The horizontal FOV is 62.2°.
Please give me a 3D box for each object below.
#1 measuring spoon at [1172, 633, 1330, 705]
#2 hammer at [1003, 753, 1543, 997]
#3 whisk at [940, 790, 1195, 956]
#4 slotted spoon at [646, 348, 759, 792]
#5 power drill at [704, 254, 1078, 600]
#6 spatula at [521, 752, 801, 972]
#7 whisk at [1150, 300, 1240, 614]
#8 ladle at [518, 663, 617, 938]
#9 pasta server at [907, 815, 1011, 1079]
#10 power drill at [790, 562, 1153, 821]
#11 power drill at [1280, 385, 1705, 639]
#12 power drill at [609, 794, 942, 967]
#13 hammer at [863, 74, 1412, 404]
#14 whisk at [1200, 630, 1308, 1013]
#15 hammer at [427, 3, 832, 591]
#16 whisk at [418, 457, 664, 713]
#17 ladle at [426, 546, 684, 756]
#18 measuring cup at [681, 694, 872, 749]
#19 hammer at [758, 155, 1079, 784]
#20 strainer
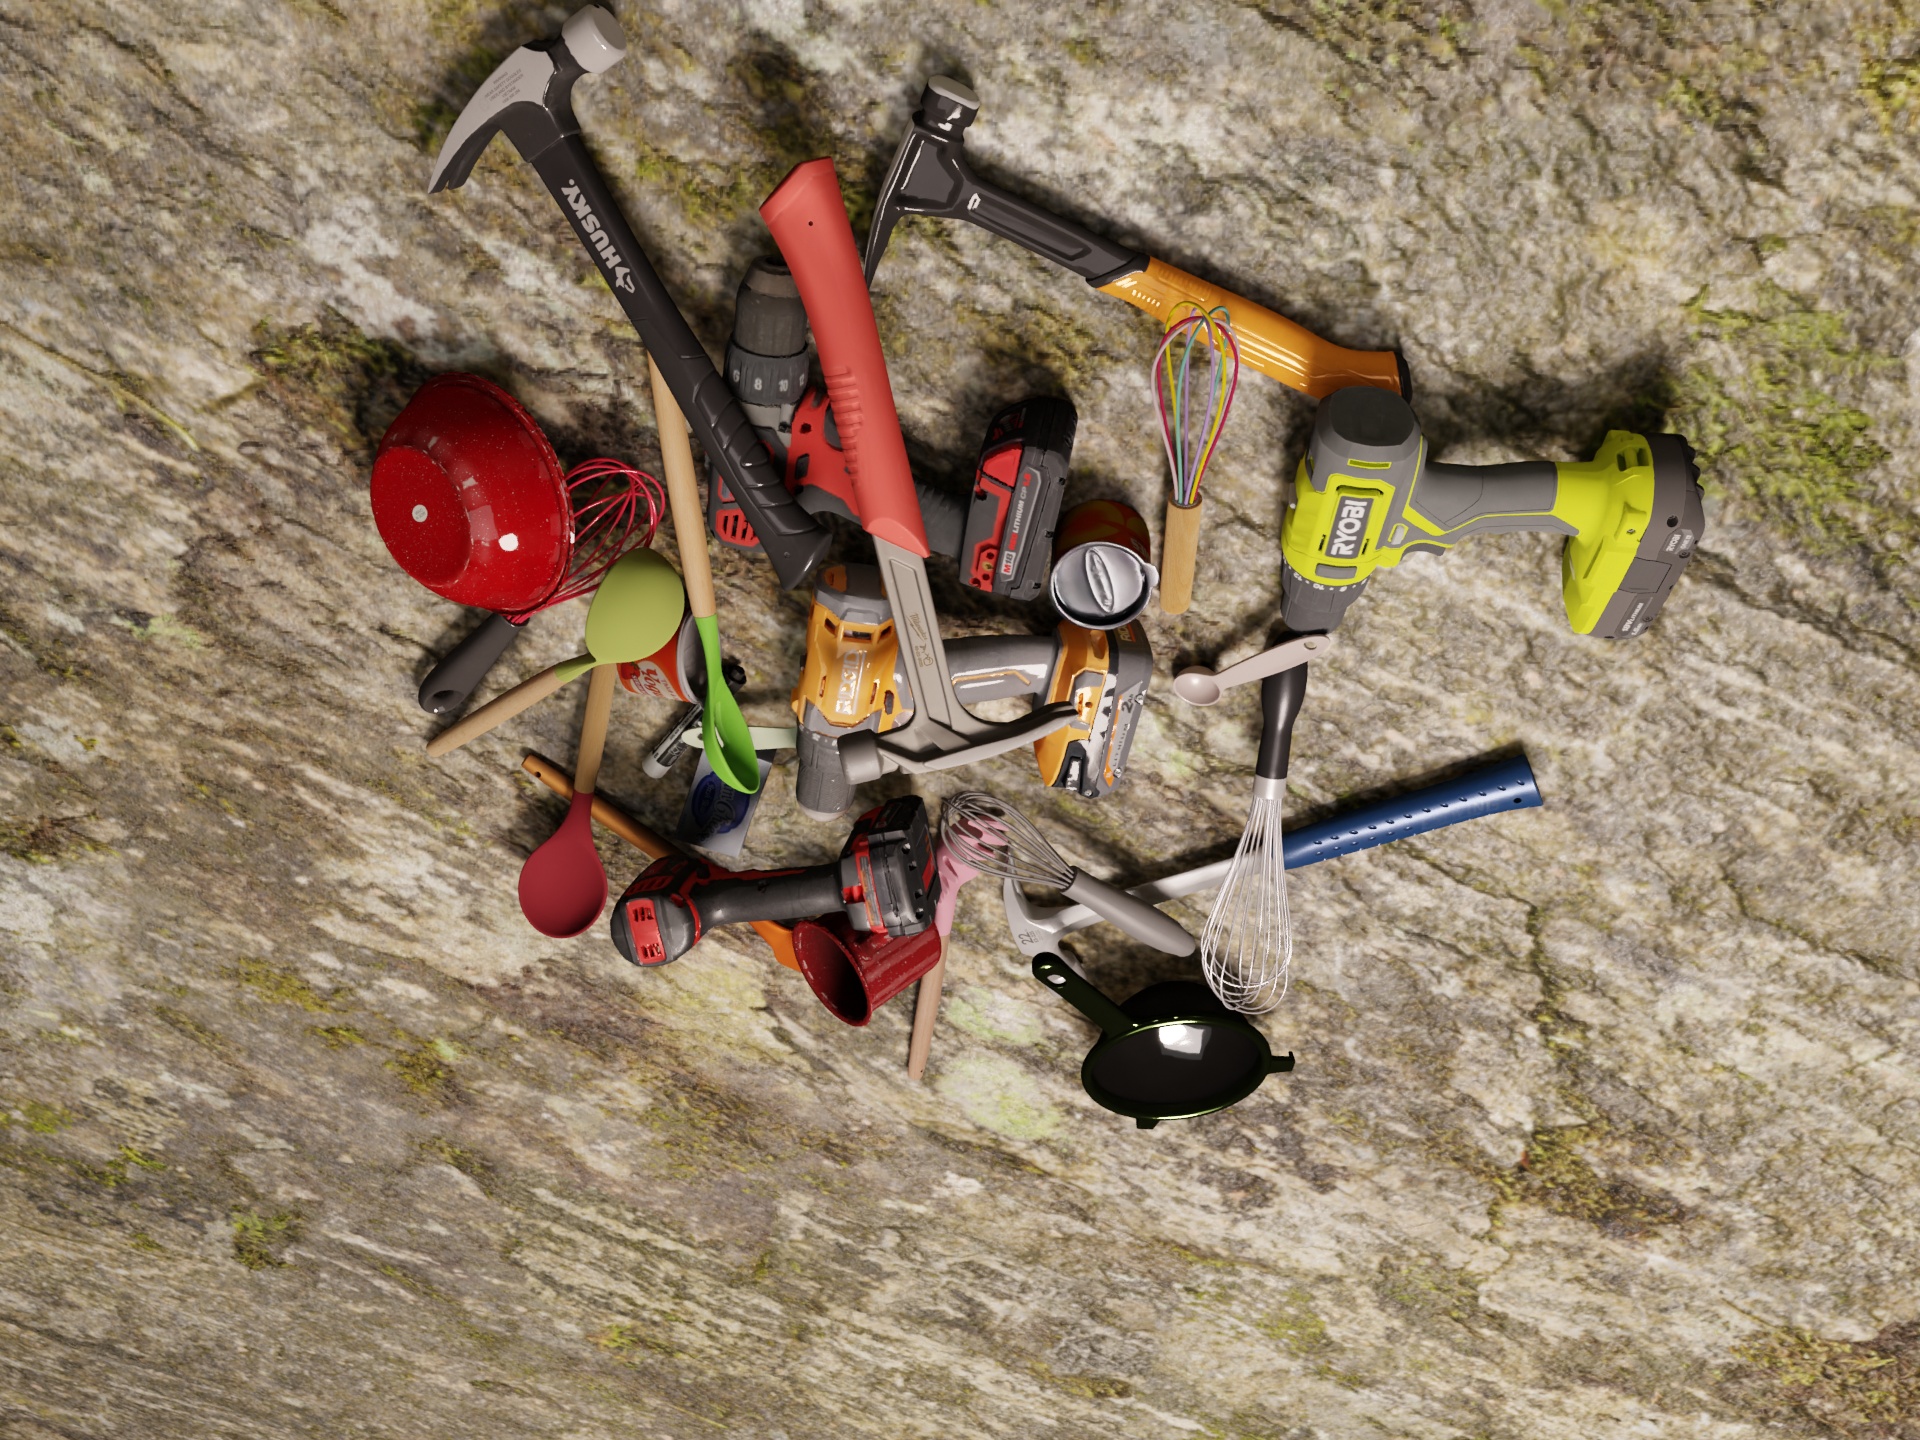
[{"bbox_3d":[0.197,-0.039,1.072,0.124,0.018,0.034,-22,127,41],"label":"measuring spoon"},{"bbox_3d":[0.220,0.101,1.180,0.405,0.035,0.144,-20,122,19],"label":"hammer"},{"bbox_3d":[0.081,0.116,1.155,0.238,0.055,0.055,31,124,-22],"label":"whisk"},{"bbox_3d":[-0.173,-0.095,1.048,0.031,0.070,0.313,-4,112,6],"label":"slotted spoon"},{"bbox_3d":[-0.045,-0.177,0.982,0.226,0.080,0.187,12,126,1],"label":"power drill"},{"bbox_3d":[-0.202,0.117,1.248,0.322,0.041,0.081,36,122,-15],"label":"spatula"},{"bbox_3d":[0.138,-0.155,0.975,0.047,0.051,0.244,21,146,18],"label":"whisk"},{"bbox_3d":[-0.275,0.029,1.169,0.069,0.031,0.315,16,119,-2],"label":"ladle"},{"bbox_3d":[-0.013,0.190,1.271,0.040,0.060,0.316,33,134,25],"label":"pasta server"},{"bbox_3d":[-0.002,-0.003,1.073,0.226,0.084,0.185,7,120,-10],"label":"power drill"},{"bbox_3d":[0.312,-0.111,0.979,0.228,0.080,0.190,5,144,3],"label":"power drill"},{"bbox_3d":[-0.130,0.118,1.145,0.219,0.143,0.078,-10,99,6],"label":"power drill"},{"bbox_3d":[0.111,-0.247,0.936,0.336,0.034,0.127,22,125,-10],"label":"hammer"},{"bbox_3d":[0.211,0.075,1.115,0.070,0.070,0.284,5,107,2],"label":"whisk"},{"bbox_3d":[-0.177,-0.224,0.932,0.146,0.035,0.334,-23,105,26],"label":"hammer"},{"bbox_3d":[-0.297,-0.084,1.089,0.073,0.073,0.296,38,127,-20],"label":"whisk"},{"bbox_3d":[-0.295,-0.035,1.097,0.320,0.078,0.062,-23,107,41],"label":"ladle"},{"bbox_3d":[-0.116,0.002,1.144,0.167,0.038,0.083,-1,126,10],"label":"measuring cup"},{"bbox_3d":[-0.036,-0.141,0.923,0.149,0.037,0.359,-15,109,-5],"label":"hammer"},{"bbox_3d":[0.136,0.227,1.246,0.151,0.069,0.256,-31,128,25],"label":"strainer"}]
